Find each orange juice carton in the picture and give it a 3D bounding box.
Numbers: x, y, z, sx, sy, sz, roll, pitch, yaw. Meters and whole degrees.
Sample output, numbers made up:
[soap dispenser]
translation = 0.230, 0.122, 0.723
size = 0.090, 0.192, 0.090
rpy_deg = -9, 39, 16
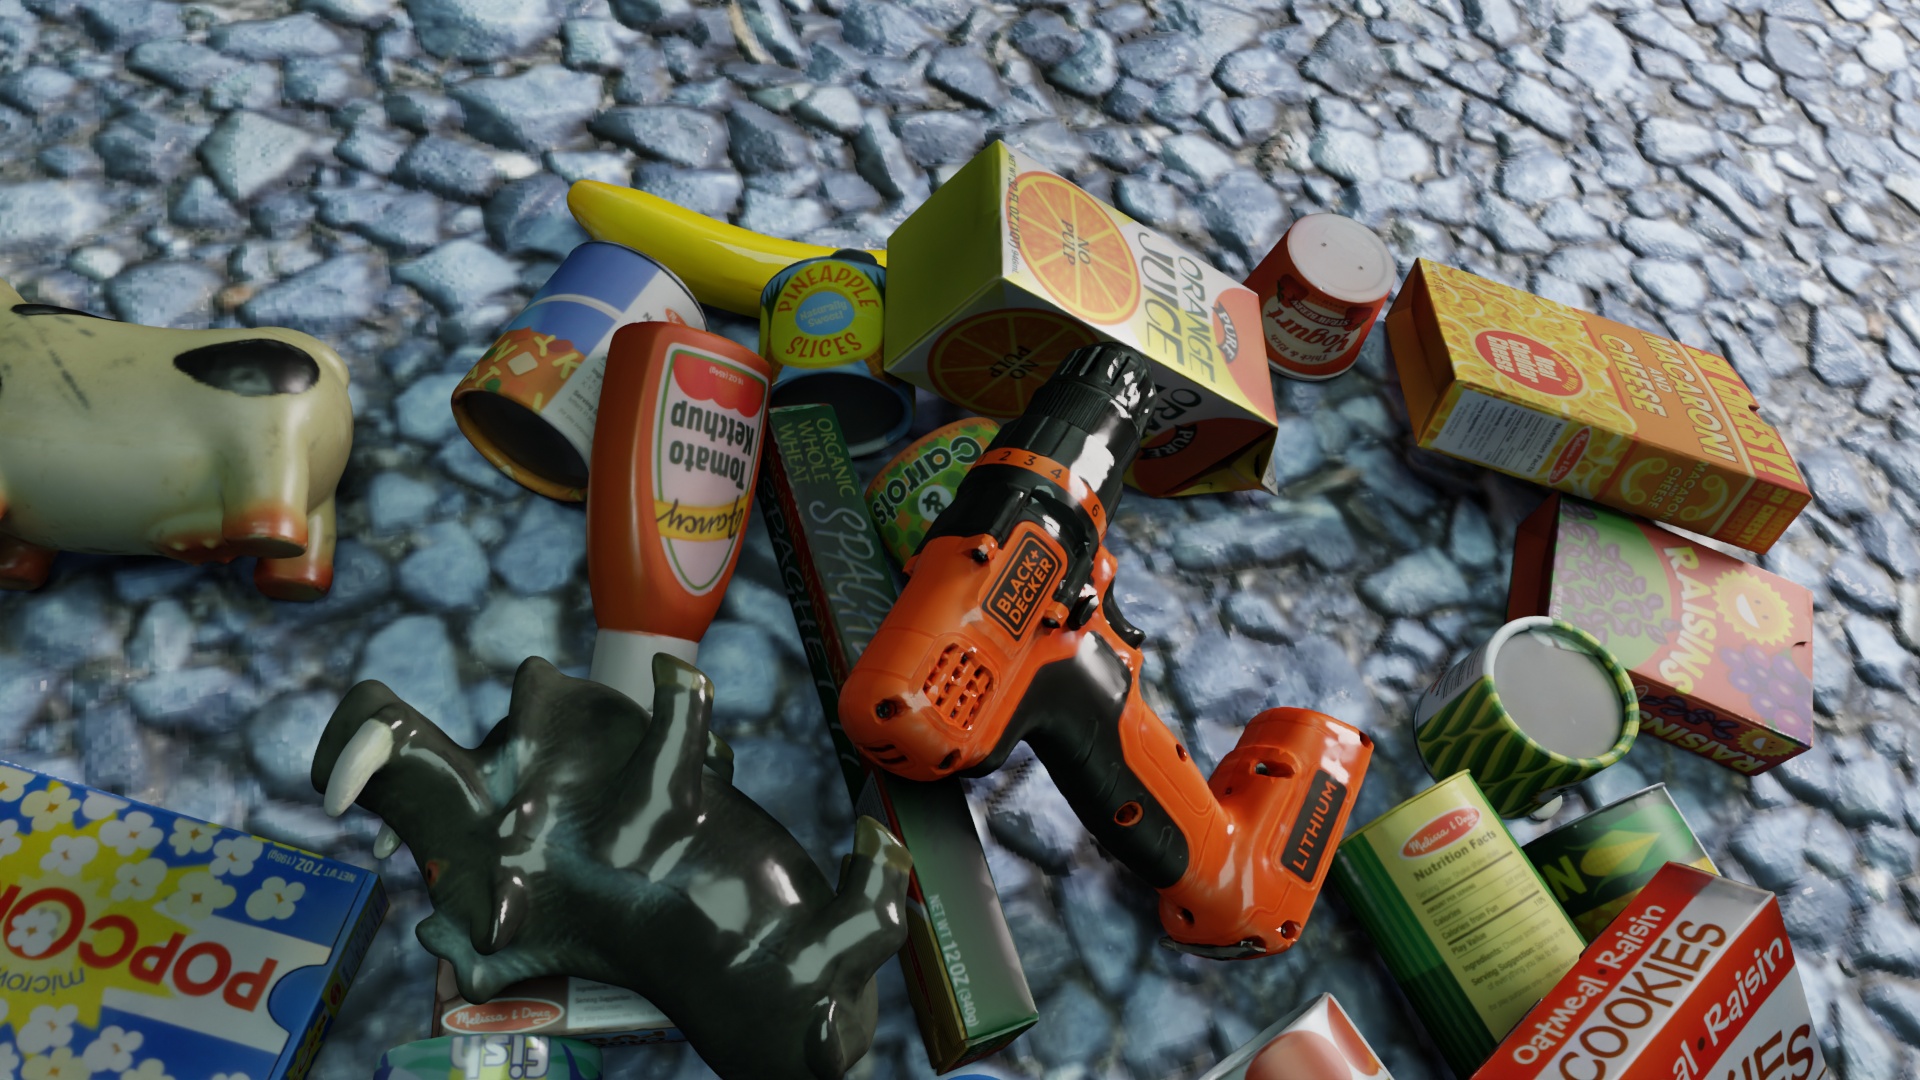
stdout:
[orange juice carton]
translation = 0.066, -0.080, 0.582
size = 0.192, 0.072, 0.072
rpy_deg = 22, 52, -32

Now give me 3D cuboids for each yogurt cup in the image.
[yogurt cup]
translation = 0.171, -0.118, 0.663
size = 0.072, 0.053, 0.073
rpy_deg = 7, 58, -11

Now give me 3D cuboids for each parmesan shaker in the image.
[parmesan shaker]
translation = 0.183, 0.146, 0.504
size = 0.071, 0.071, 0.103
rpy_deg = -21, 67, -23

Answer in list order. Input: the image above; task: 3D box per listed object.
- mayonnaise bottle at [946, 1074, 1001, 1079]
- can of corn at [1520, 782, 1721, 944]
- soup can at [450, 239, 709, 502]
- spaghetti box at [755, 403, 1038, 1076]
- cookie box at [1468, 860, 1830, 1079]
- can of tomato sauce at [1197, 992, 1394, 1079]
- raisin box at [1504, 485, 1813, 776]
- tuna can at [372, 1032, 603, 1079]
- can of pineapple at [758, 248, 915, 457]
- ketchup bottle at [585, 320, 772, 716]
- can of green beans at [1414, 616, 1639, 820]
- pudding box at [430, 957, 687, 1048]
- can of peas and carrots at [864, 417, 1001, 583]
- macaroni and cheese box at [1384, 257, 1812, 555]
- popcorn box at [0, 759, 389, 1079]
[mayonnaise bottle]
translation = -0.010, 0.179, 0.387
size = 0.065, 0.147, 0.041
rpy_deg = 20, 58, -2
[can of corn]
translation = 0.249, 0.134, 0.526
size = 0.071, 0.070, 0.058
rpy_deg = -15, 65, -21
[soup can]
translation = -0.151, -0.067, 0.549
size = 0.071, 0.071, 0.084
rpy_deg = 27, 58, 3
[spaghetti box]
translation = -0.031, 0.062, 0.510
size = 0.029, 0.050, 0.251
rpy_deg = -10, 63, -21
[cookie box]
translation = 0.230, 0.209, 0.442
size = 0.123, 0.040, 0.167
rpy_deg = -32, 107, -27
[can of tomato sauce]
translation = 0.119, 0.203, 0.453
size = 0.071, 0.070, 0.083
rpy_deg = -26, 68, -25
[raisin box]
translation = 0.308, 0.039, 0.612
size = 0.123, 0.040, 0.086
rpy_deg = 23, 57, 0
[tuna can]
translation = -0.139, 0.168, 0.409
size = 0.071, 0.070, 0.033
rpy_deg = 2, 59, -13
[can of pineapple]
translation = -0.051, -0.076, 0.575
size = 0.071, 0.070, 0.058
rpy_deg = 4, 60, -11
[ketchup bottle]
translation = -0.108, -0.001, 0.508
size = 0.065, 0.043, 0.149
rpy_deg = 19, 75, -50
[can of green beans]
translation = 0.228, 0.072, 0.562
size = 0.071, 0.057, 0.071
rpy_deg = 6, 59, -10
[pudding box]
translation = -0.125, 0.139, 0.453
size = 0.084, 0.030, 0.050
rpy_deg = 0, 61, -13
[can of peas and carrots]
translation = 0.002, -0.007, 0.547
size = 0.071, 0.070, 0.059
rpy_deg = -24, 67, -25
[macaroni and cheese box]
translation = 0.290, -0.066, 0.646
size = 0.166, 0.040, 0.124
rpy_deg = 17, 37, -4
[popcorn box]
translation = -0.255, 0.128, 0.424
size = 0.127, 0.038, 0.085
rpy_deg = 17, 56, -3
